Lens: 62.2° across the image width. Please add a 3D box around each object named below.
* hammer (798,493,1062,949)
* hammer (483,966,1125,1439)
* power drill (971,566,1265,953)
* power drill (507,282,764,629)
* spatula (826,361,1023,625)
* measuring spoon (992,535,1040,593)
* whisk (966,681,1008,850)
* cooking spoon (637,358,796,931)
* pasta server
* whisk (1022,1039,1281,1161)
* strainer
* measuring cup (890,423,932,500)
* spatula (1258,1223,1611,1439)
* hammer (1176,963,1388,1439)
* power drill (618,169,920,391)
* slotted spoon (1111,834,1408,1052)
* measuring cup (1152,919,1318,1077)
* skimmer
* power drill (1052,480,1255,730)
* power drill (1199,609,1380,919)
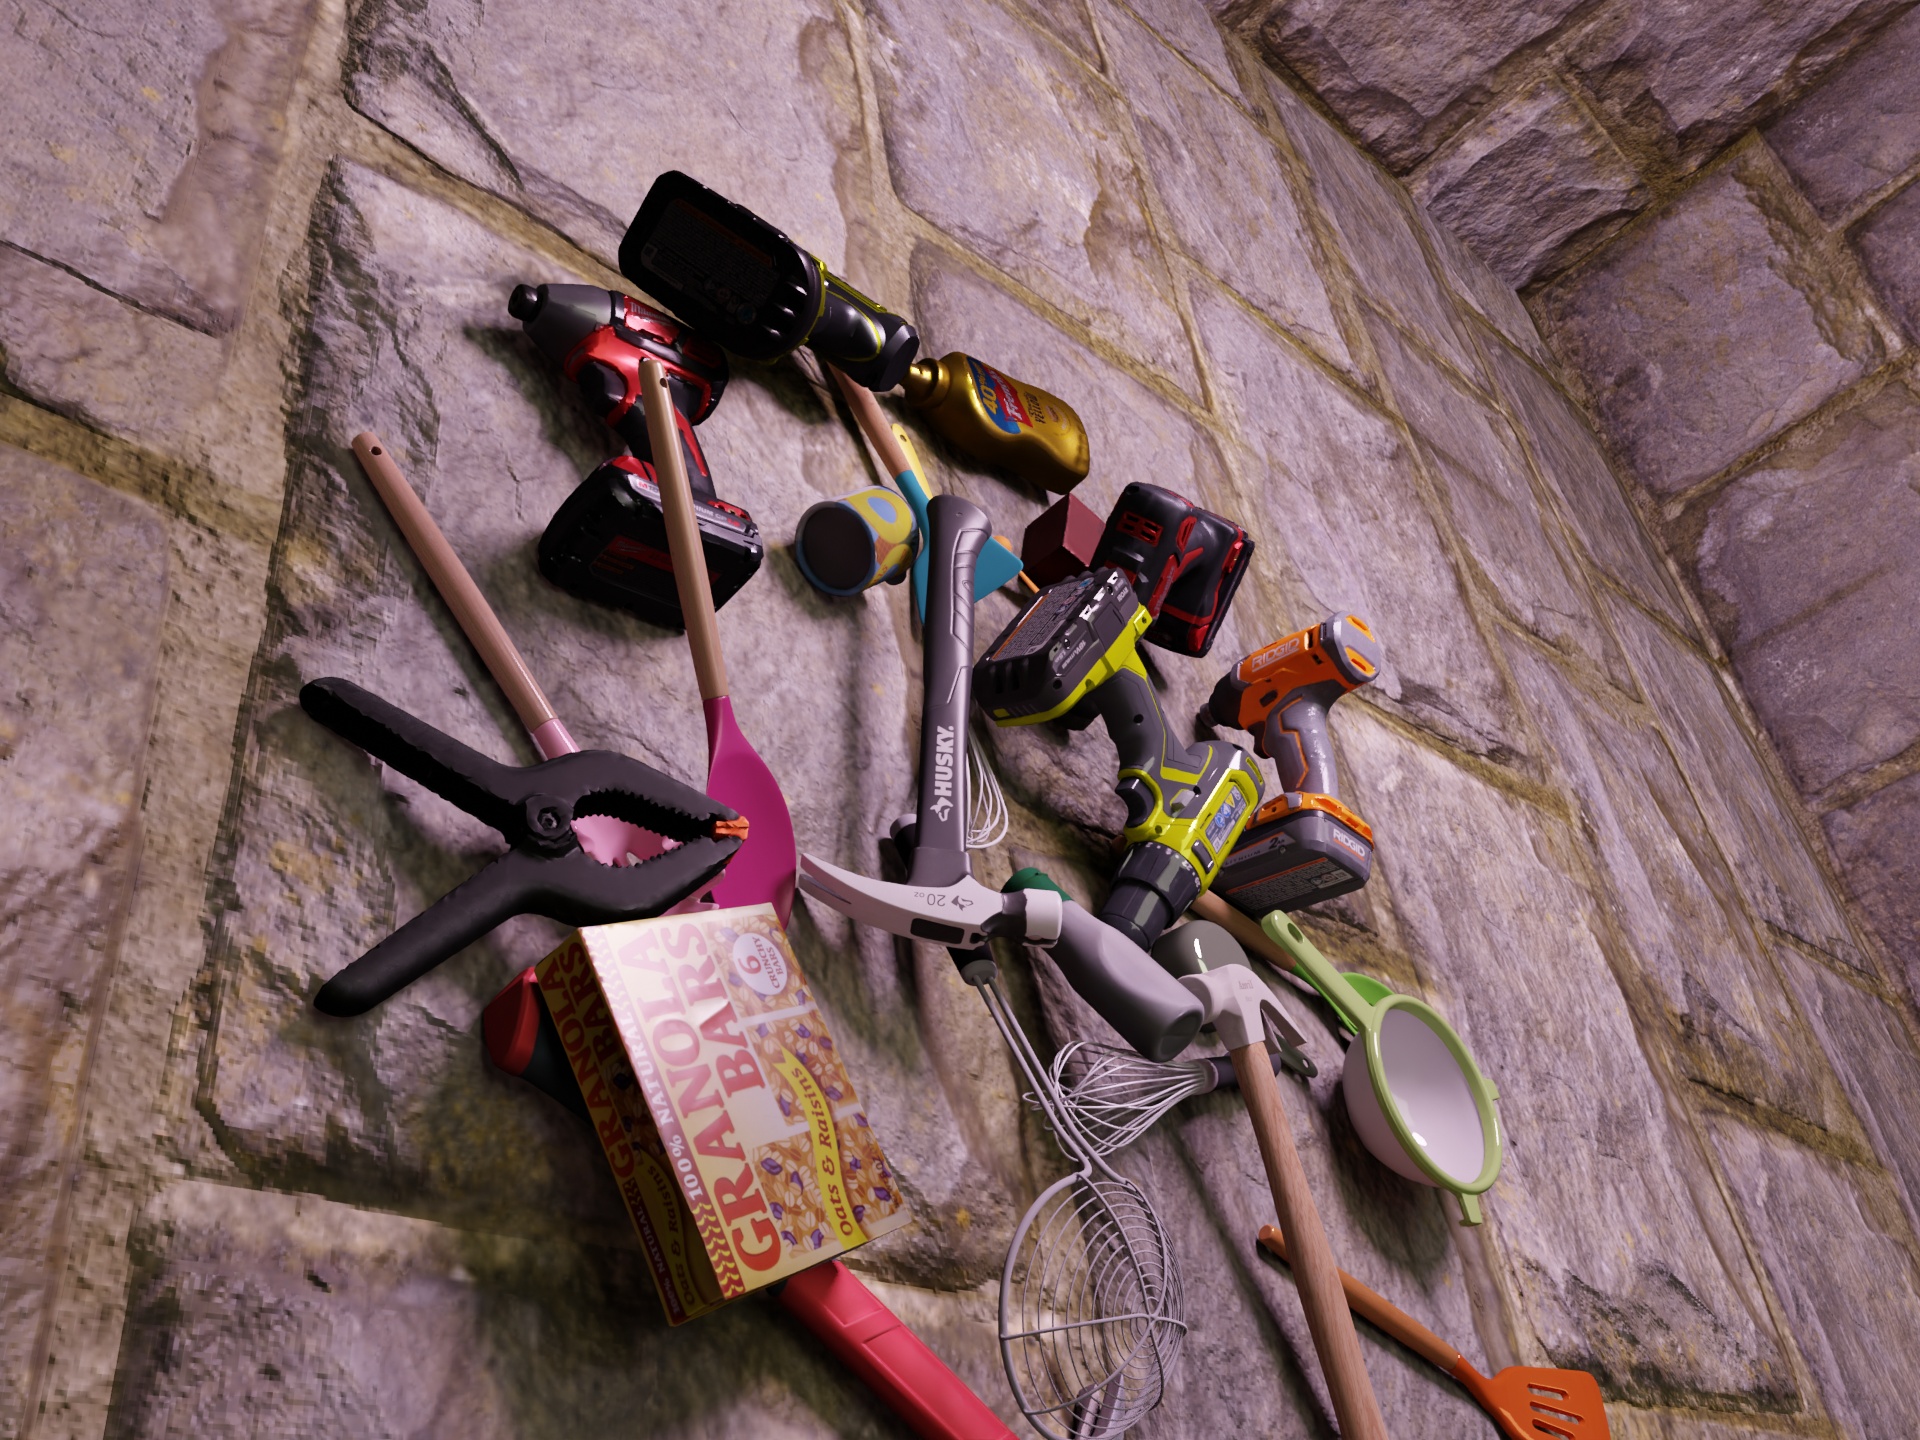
[{"bbox_3d":[-0.014,-0.014,0.976,0.146,0.035,0.335,6,52,-6],"label":"hammer"},{"bbox_3d":[-0.067,0.251,0.749,0.386,0.038,0.143,47,32,-9],"label":"hammer"},{"bbox_3d":[0.107,0.031,1.081,0.228,0.080,0.191,56,50,-21],"label":"power drill"},{"bbox_3d":[-0.199,-0.172,0.953,0.143,0.078,0.220,20,42,-40],"label":"power drill"},{"bbox_3d":[-0.055,-0.206,1.180,0.318,0.082,0.044,61,6,21],"label":"spatula"},{"bbox_3d":[0.061,-0.104,1.239,0.116,0.011,0.021,46,11,-31],"label":"measuring spoon"},{"bbox_3d":[-0.002,-0.003,1.061,0.058,0.059,0.247,4,43,-7],"label":"whisk"},{"bbox_3d":[-0.137,-0.037,0.858,0.068,0.017,0.319,-11,91,-52],"label":"cooking spoon"},{"bbox_3d":[-0.224,-0.023,0.814,0.060,0.040,0.316,-28,81,-38],"label":"pasta server"},{"bbox_3d":[0.133,0.228,1.006,0.284,0.070,0.070,8,53,-53],"label":"whisk"},{"bbox_3d":[0.290,0.244,1.162,0.256,0.069,0.151,47,36,-7],"label":"strainer"},{"bbox_3d":[-0.015,-0.167,1.207,0.062,0.029,0.157,-1,63,-51],"label":"measuring cup"},{"bbox_3d":[0.320,0.415,1.066,0.322,0.041,0.081,38,37,-20],"label":"spatula"},{"bbox_3d":[0.212,0.314,0.987,0.130,0.031,0.331,7,64,-58],"label":"hammer"},{"bbox_3d":[-0.134,-0.299,1.095,0.171,0.080,0.223,35,13,9],"label":"power drill"},{"bbox_3d":[0.231,0.169,1.200,0.313,0.031,0.070,35,37,-22],"label":"slotted spoon"},{"bbox_3d":[0.207,0.202,1.126,0.167,0.038,0.083,37,36,-18],"label":"measuring cup"},{"bbox_3d":[0.016,0.203,0.867,0.127,0.090,0.364,20,29,-41],"label":"skimmer"},{"bbox_3d":[0.142,-0.087,1.230,0.080,0.188,0.226,27,14,18],"label":"power drill"},{"bbox_3d":[0.248,0.036,1.250,0.084,0.164,0.227,32,51,-28],"label":"power drill"}]
